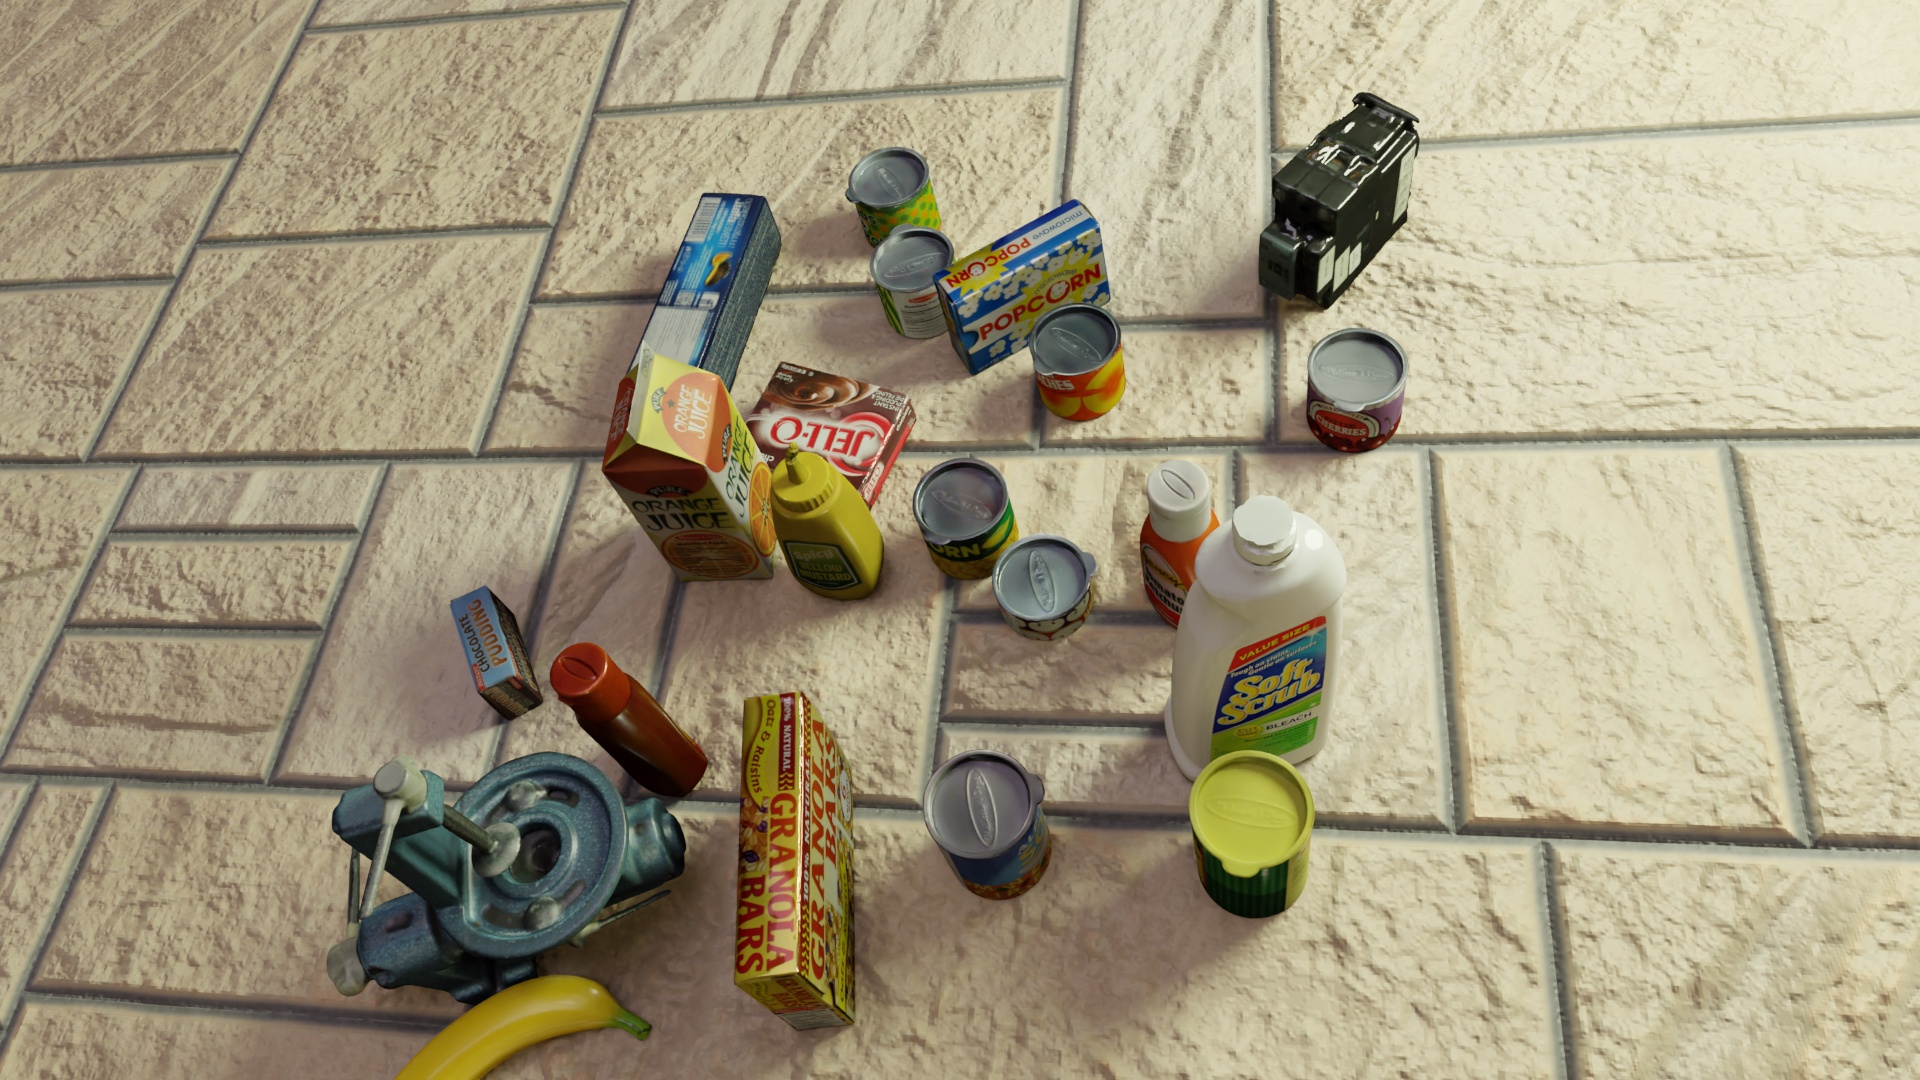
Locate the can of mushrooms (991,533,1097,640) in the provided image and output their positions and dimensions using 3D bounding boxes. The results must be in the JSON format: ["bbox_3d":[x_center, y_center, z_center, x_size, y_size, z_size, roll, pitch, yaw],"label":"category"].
[{"bbox_3d":[0.058,0.031,0.935,0.071,0.033,0.071,-5,58,9],"label":"can of mushrooms"}]

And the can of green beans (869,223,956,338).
[{"bbox_3d":[-0.032,-0.200,1.080,0.071,0.057,0.071,-5,58,9],"label":"can of green beans"}]

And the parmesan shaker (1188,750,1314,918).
[{"bbox_3d":[0.164,0.171,0.786,0.071,0.102,0.071,-5,59,9],"label":"parmesan shaker"}]

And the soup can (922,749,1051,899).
[{"bbox_3d":[0.020,0.170,0.828,0.071,0.083,0.071,-5,58,9],"label":"soup can"}]

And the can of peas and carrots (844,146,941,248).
[{"bbox_3d":[-0.054,-0.274,1.129,0.071,0.058,0.071,-5,58,9],"label":"can of peas and carrots"}]

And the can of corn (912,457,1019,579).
[{"bbox_3d":[0.003,-0.012,0.958,0.071,0.058,0.071,-5,58,9],"label":"can of corn"}]

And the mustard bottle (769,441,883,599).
[{"bbox_3d":[-0.095,-0.016,0.920,0.065,0.159,0.049,3,60,14],"label":"mustard bottle"}]

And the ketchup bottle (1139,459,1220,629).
[{"bbox_3d":[0.139,0.004,0.866,0.043,0.148,0.065,-38,59,-11],"label":"ketchup bottle"}]

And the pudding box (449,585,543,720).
[{"bbox_3d":[-0.326,0.078,0.976,0.030,0.049,0.084,-27,58,-5],"label":"pudding box"}]

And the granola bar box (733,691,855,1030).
[{"bbox_3d":[-0.094,0.189,0.816,0.039,0.123,0.166,-8,58,7],"label":"granola bar box"}]

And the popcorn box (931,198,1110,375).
[{"bbox_3d":[0.048,-0.189,1.040,0.127,0.085,0.038,-29,58,-7],"label":"popcorn box"}]

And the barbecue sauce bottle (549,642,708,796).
[{"bbox_3d":[-0.211,0.113,0.872,0.065,0.148,0.044,24,67,24],"label":"barbecue sauce bottle"}]

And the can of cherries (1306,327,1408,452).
[{"bbox_3d":[0.271,-0.101,0.957,0.071,0.058,0.072,-5,58,9],"label":"can of cherries"}]

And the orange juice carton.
[{"bbox_3d":[-0.184,-0.049,0.939,0.073,0.191,0.072,-3,59,10],"label":"orange juice carton"}]

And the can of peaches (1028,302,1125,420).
[{"bbox_3d":[0.084,-0.128,1.012,0.071,0.057,0.071,-5,58,9],"label":"can of peaches"}]
